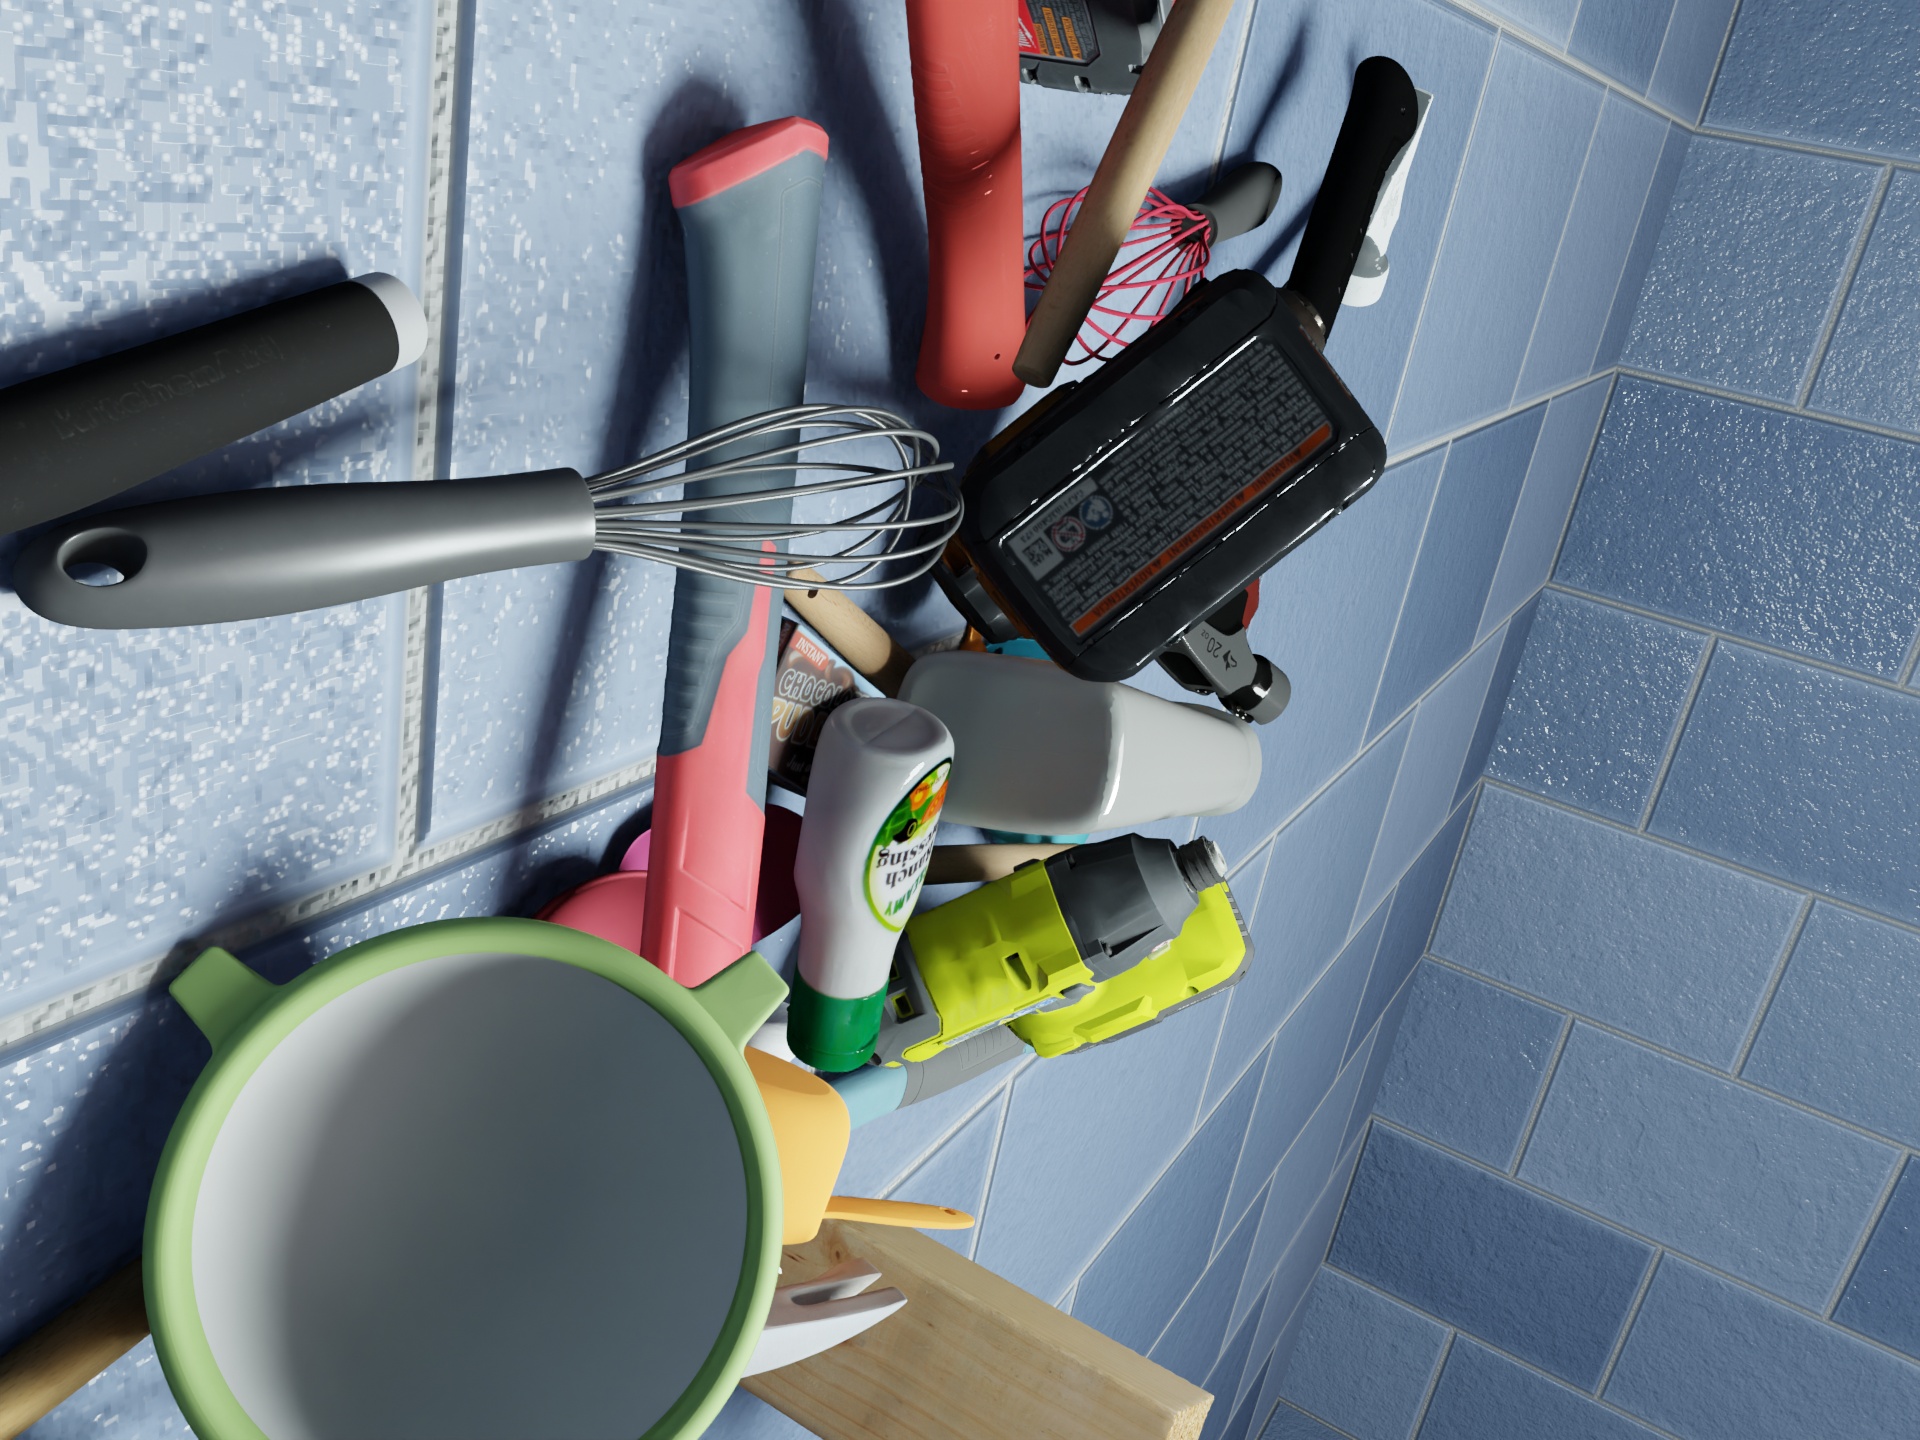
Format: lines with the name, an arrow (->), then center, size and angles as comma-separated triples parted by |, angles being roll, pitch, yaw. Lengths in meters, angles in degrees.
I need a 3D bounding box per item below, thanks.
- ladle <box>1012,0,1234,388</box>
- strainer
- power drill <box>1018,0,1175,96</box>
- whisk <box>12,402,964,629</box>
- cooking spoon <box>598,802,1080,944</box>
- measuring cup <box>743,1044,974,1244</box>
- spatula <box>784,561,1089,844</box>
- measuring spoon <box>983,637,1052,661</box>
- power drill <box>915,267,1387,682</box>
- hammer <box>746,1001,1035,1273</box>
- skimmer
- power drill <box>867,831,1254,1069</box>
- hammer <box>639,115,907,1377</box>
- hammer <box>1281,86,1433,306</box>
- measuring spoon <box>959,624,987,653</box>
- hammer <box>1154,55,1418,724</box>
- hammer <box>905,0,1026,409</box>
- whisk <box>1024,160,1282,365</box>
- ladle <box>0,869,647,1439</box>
ladle -> 0.096, -0.241, 0.499 | 0.320, 0.062, 0.078 | -66, 165, -10
strainer -> -0.123, 0.180, 0.406 | 0.069, 0.151, 0.256 | 133, -42, -76
power drill -> 0.067, -0.329, 0.537 | 0.220, 0.078, 0.143 | -65, 156, -15
whisk -> -0.095, -0.047, 0.389 | 0.239, 0.055, 0.055 | -13, 123, -36
cooking spoon -> -0.030, 0.062, 0.668 | 0.318, 0.017, 0.068 | 5, 114, -56
measuring cup -> -0.053, 0.162, 0.612 | 0.173, 0.095, 0.052 | 21, 87, -36
spatula -> -0.001, -0.002, 0.692 | 0.082, 0.044, 0.317 | -61, 154, -6
measuring spoon -> 0.040, -0.032, 0.794 | 0.128, 0.021, 0.042 | 3, 108, -55
power drill -> 0.073, -0.096, 0.562 | 0.185, 0.084, 0.226 | -38, -172, 1
hammer -> -0.028, 0.177, 0.792 | 0.331, 0.033, 0.128 | -1, 109, -64
skimmer -> -0.197, -0.014, 0.219 | 0.363, 0.090, 0.127 | -43, 114, -48
power drill -> 0.058, 0.104, 0.742 | 0.171, 0.080, 0.223 | -26, 164, 14
hammer -> -0.063, 0.019, 0.490 | 0.143, 0.038, 0.386 | 2, 100, -35
hammer -> 0.148, -0.197, 0.840 | 0.409, 0.036, 0.149 | -49, 159, -33
measuring spoon -> 0.020, -0.074, 0.716 | 0.021, 0.011, 0.117 | -5, 113, -63
hammer -> 0.157, -0.177, 0.771 | 0.146, 0.035, 0.335 | 32, 73, -43
hammer -> 0.007, -0.206, 0.451 | 0.149, 0.037, 0.358 | -42, 162, -12
whisk -> 0.100, -0.219, 0.717 | 0.296, 0.073, 0.073 | -45, 147, -54
ladle -> -0.186, 0.131, 0.436 | 0.315, 0.031, 0.069 | -38, 132, -46
